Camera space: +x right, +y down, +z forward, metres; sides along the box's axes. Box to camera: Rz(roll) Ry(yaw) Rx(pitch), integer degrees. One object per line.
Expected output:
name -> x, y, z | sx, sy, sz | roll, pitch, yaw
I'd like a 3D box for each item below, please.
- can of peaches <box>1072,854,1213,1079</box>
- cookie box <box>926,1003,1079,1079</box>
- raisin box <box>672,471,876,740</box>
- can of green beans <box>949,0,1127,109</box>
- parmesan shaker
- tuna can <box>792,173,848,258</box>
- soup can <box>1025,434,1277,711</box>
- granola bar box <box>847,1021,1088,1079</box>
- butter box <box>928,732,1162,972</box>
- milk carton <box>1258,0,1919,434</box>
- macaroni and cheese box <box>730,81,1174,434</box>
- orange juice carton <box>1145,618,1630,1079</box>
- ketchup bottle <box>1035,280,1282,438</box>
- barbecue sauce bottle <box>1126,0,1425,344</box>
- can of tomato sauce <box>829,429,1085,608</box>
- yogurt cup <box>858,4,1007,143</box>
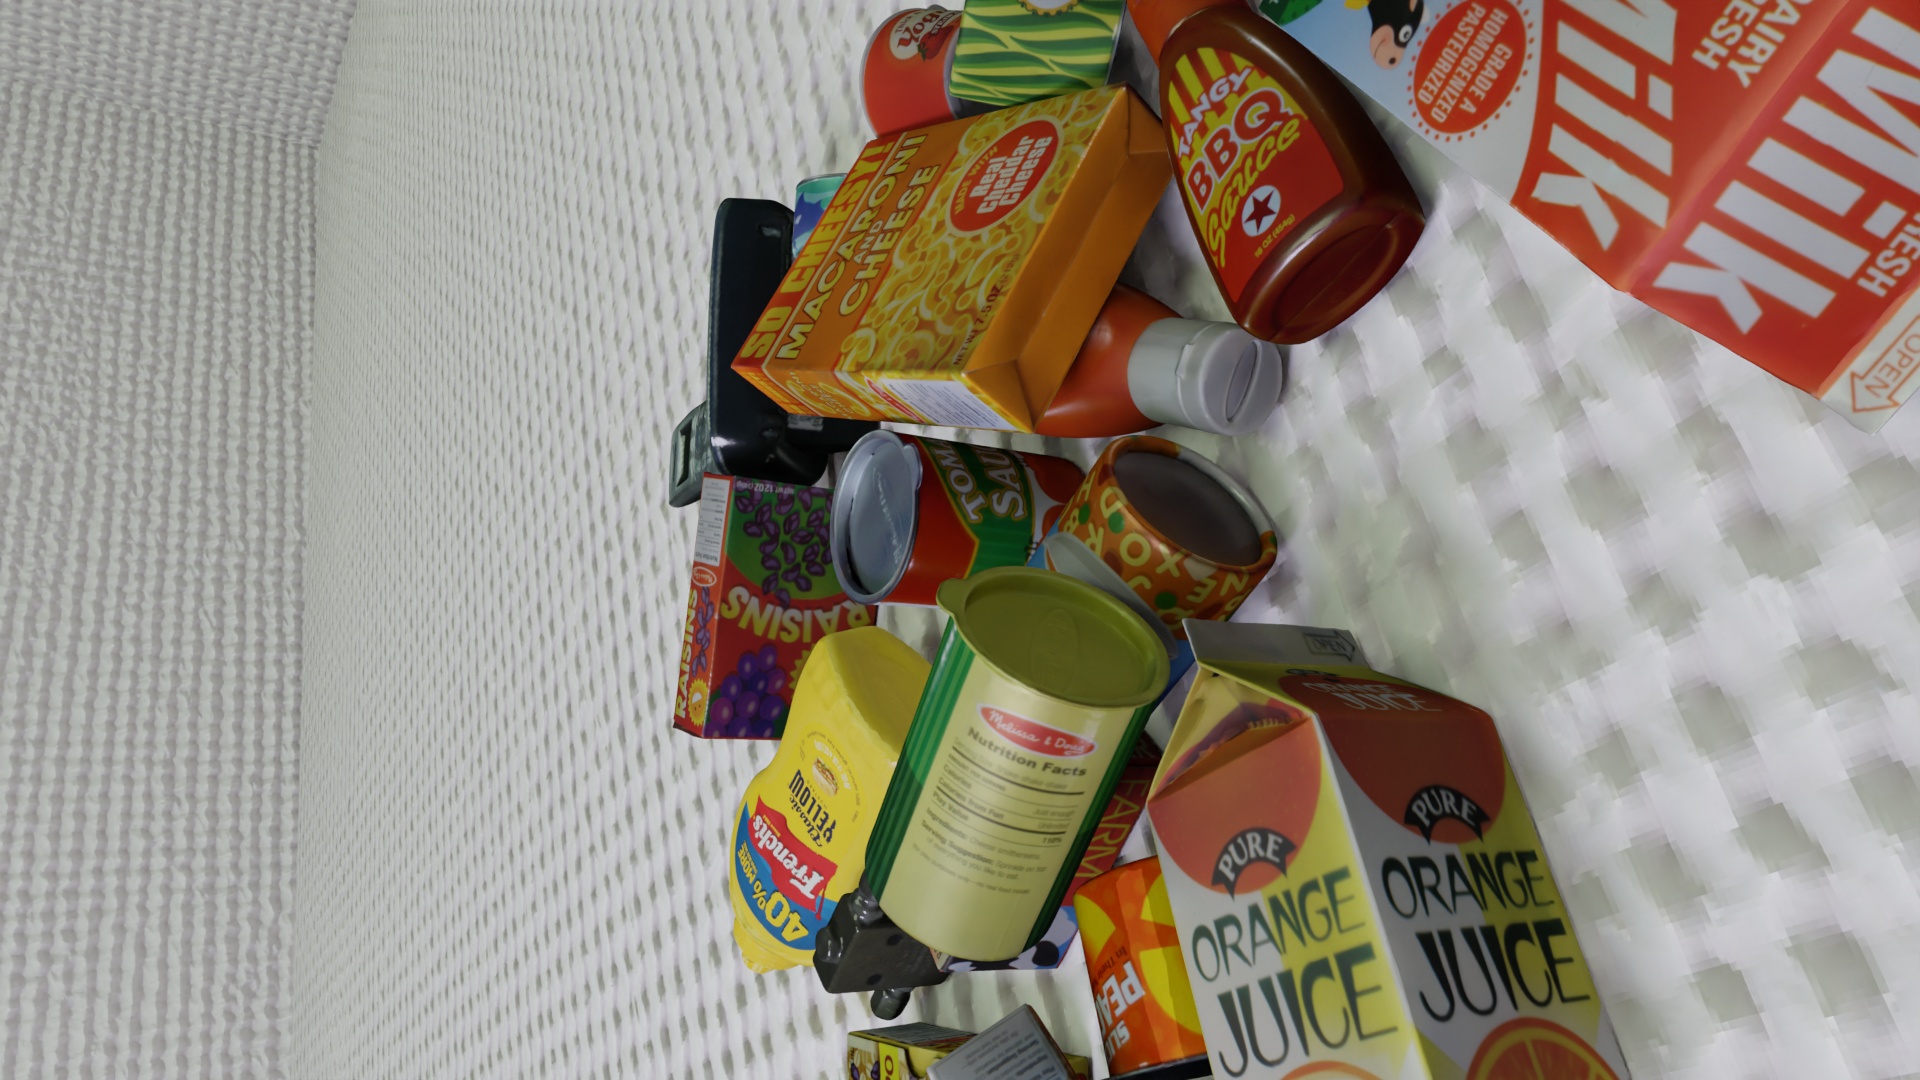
can of peaches -> 0.069, 0.129, 0.421 | 0.071, 0.071, 0.058 | -42, 50, 47
cookie box -> 0.060, 0.228, 0.382 | 0.168, 0.040, 0.122 | 50, 169, 49
raisin box -> -0.086, 0.033, 0.669 | 0.040, 0.086, 0.123 | 8, 91, 56
can of green beans -> 0.030, -0.197, 0.530 | 0.071, 0.058, 0.071 | -161, 83, -87
parmesan shaker -> 0.012, 0.067, 0.424 | 0.071, 0.071, 0.102 | 55, 135, 46
tuna can -> -0.048, -0.148, 0.658 | 0.071, 0.071, 0.033 | -1, 84, 58
soup can -> 0.054, 0.017, 0.463 | 0.083, 0.071, 0.071 | -58, 40, 34
granola bar box -> 0.001, 0.279, 0.531 | 0.124, 0.039, 0.166 | -18, 70, 55
butter box -> 0.029, 0.112, 0.504 | 0.024, 0.053, 0.103 | 54, 128, 50
milk carton -> 0.158, -0.108, 0.319 | 0.072, 0.073, 0.191 | -62, 38, 30
macaroni and cheese box -> -0.007, -0.104, 0.536 | 0.166, 0.040, 0.124 | 10, 68, 54
orange juice carton -> 0.108, 0.108, 0.361 | 0.072, 0.072, 0.193 | -43, 50, 46
ketchup bottle -> 0.052, -0.066, 0.507 | 0.149, 0.043, 0.064 | 22, 93, 57
barbecue sauce bottle -> 0.094, -0.137, 0.454 | 0.064, 0.044, 0.149 | -47, 46, 39
can of tomato sauce -> 0.002, -0.007, 0.539 | 0.071, 0.083, 0.071 | -15, 72, 56
yogurt cup -> -0.002, -0.197, 0.600 | 0.054, 0.072, 0.072 | 15, 97, 50
